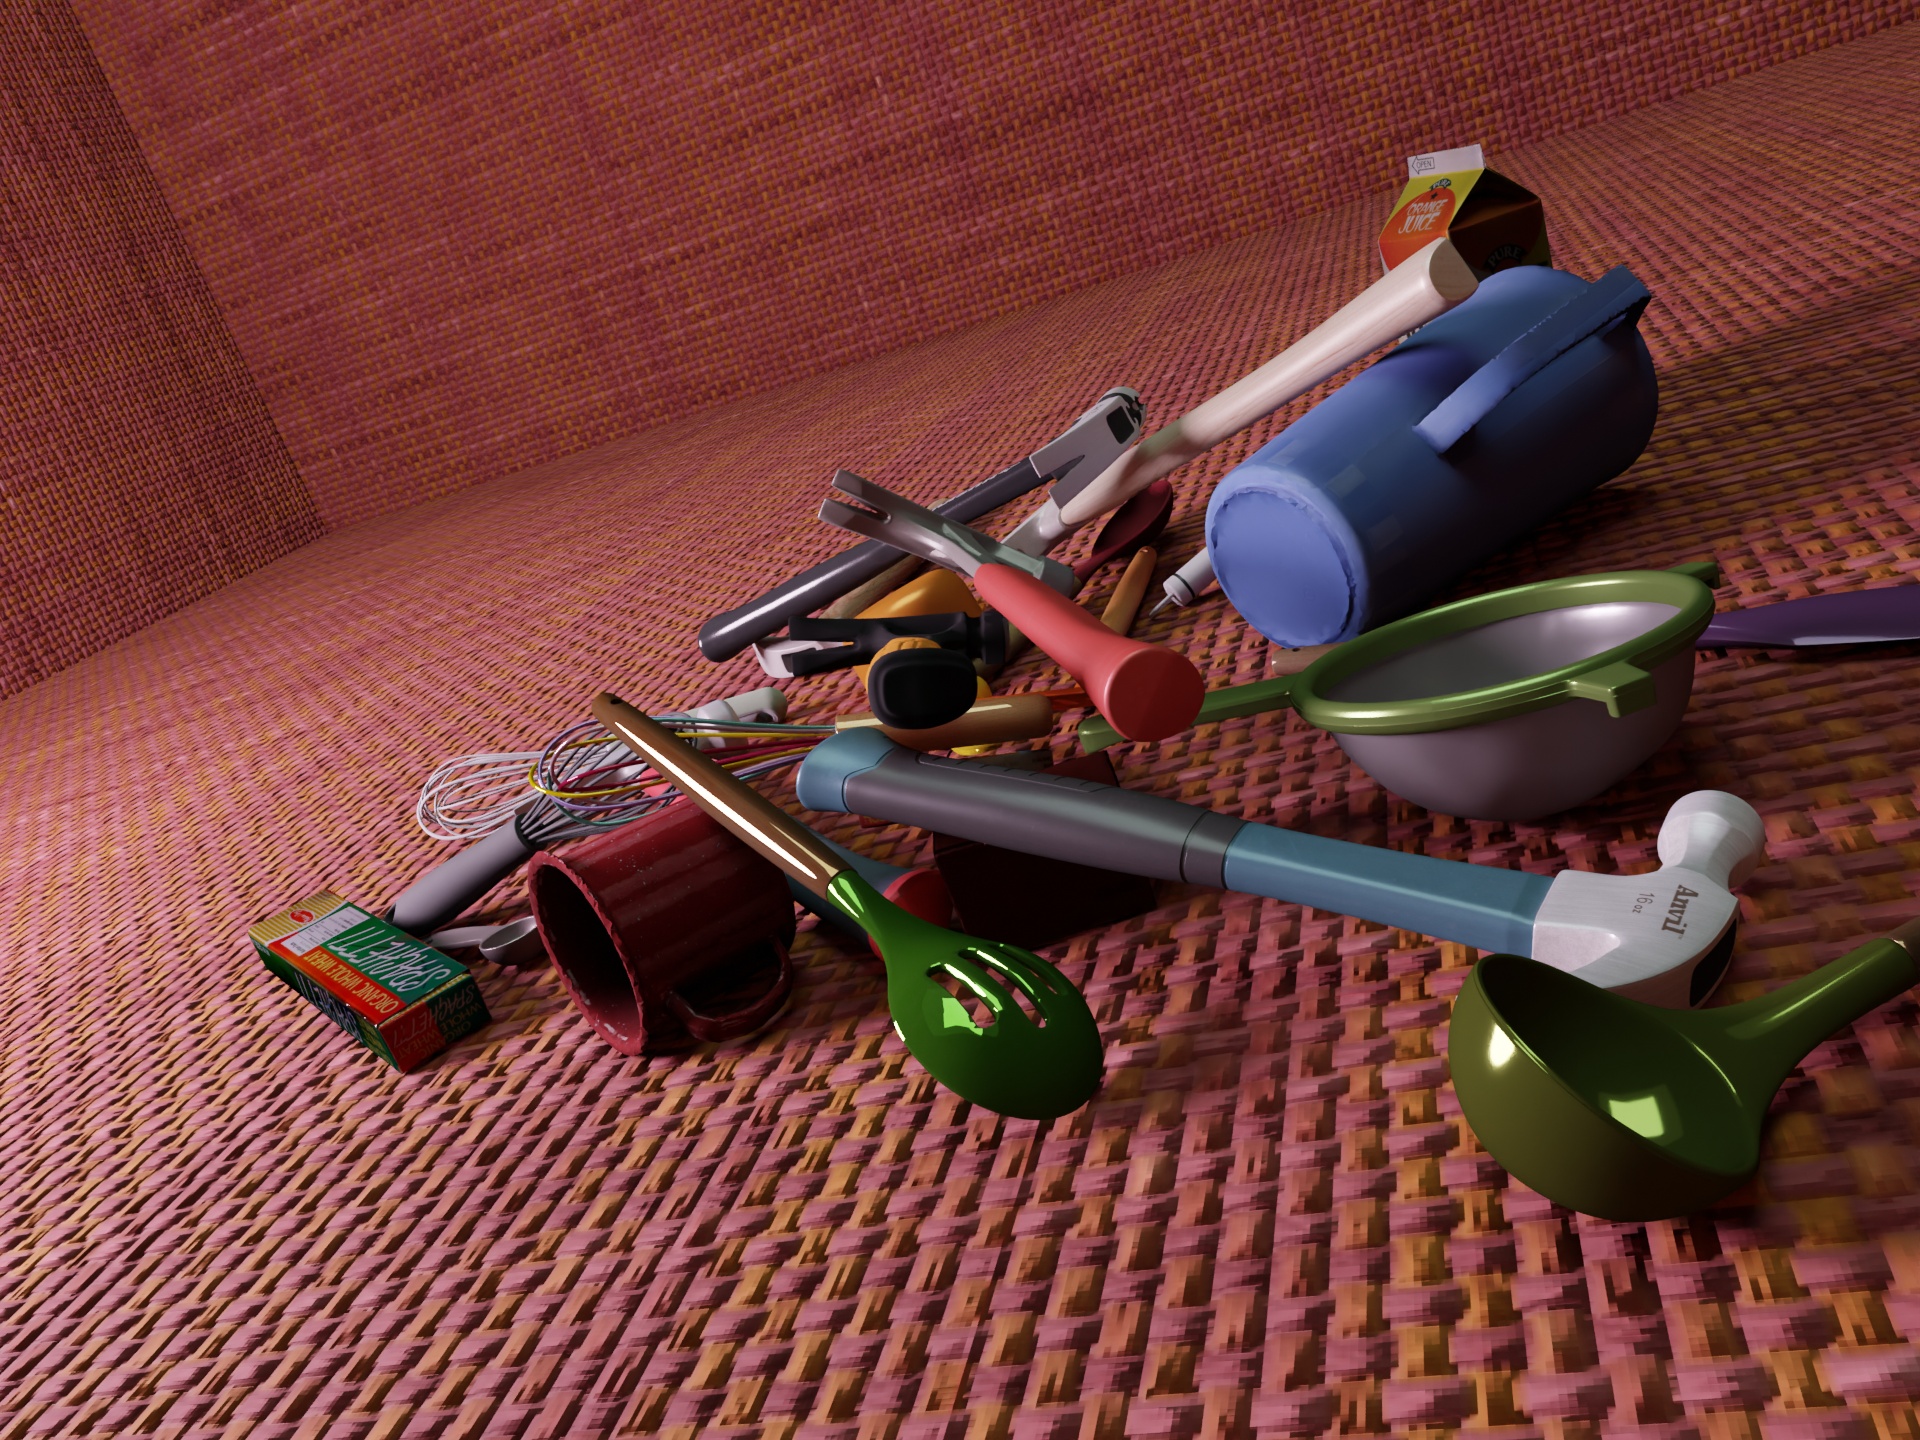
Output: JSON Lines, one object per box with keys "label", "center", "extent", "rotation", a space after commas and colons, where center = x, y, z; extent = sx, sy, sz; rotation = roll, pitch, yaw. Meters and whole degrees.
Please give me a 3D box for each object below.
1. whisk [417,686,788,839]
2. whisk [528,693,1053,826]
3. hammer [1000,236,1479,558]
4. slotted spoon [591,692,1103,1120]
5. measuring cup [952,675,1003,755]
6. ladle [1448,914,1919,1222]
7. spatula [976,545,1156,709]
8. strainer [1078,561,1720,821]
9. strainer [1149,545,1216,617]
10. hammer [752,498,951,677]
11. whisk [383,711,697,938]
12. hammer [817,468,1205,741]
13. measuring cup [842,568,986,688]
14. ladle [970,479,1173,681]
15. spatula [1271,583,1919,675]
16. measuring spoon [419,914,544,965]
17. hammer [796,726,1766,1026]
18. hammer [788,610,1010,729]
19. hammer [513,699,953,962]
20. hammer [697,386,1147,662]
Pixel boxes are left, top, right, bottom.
{"label": "whisk", "center": [-0.228, 0.024, 1.014], "extent": [0.246, 0.057, 0.059], "rotation": [-17, 53, 0]}
{"label": "whisk", "center": [-0.078, 0.014, 0.740], "extent": [0.245, 0.051, 0.047], "rotation": [-7, 0, -1]}
{"label": "hammer", "center": [0.142, -0.169, 0.938], "extent": [0.146, 0.038, 0.410], "rotation": [-44, 9, -26]}
{"label": "slotted spoon", "center": [-0.062, 0.053, 0.612], "extent": [0.070, 0.031, 0.314], "rotation": [-16, 33, -37]}
{"label": "measuring cup", "center": [-0.001, -0.003, 0.827], "extent": [0.062, 0.029, 0.156], "rotation": [-18, 7, -7]}
{"label": "ladle", "center": [0.272, 0.046, 0.423], "extent": [0.320, 0.062, 0.078], "rotation": [-21, 41, -12]}
{"label": "spatula", "center": [0.084, -0.056, 0.914], "extent": [0.081, 0.041, 0.323], "rotation": [-6, 21, 18]}
{"label": "strainer", "center": [0.162, 0.008, 0.619], "extent": [0.256, 0.069, 0.151], "rotation": [-12, 13, 36]}
{"label": "strainer", "center": [0.213, -0.145, 0.964], "extent": [0.258, 0.050, 0.087], "rotation": [-40, 0, -3]}
{"label": "hammer", "center": [-0.062, -0.109, 1.223], "extent": [0.130, 0.031, 0.331], "rotation": [-12, 20, 22]}
{"label": "whisk", "center": [-0.224, 0.062, 0.828], "extent": [0.239, 0.055, 0.055], "rotation": [-32, 12, 26]}
{"label": "hammer", "center": [0.024, -0.059, 0.746], "extent": [0.149, 0.036, 0.359], "rotation": [21, 10, -16]}
{"label": "measuring cup", "center": [-0.019, -0.069, 1.014], "extent": [0.095, 0.052, 0.174], "rotation": [-28, 10, 22]}
{"label": "ladle", "center": [0.060, -0.077, 1.018], "extent": [0.069, 0.031, 0.315], "rotation": [-28, 11, 44]}
{"label": "spatula", "center": [0.283, -0.037, 0.694], "extent": [0.316, 0.018, 0.060], "rotation": [-4, 22, 37]}
{"label": "measuring spoon", "center": [-0.251, 0.118, 0.822], "extent": [0.124, 0.018, 0.034], "rotation": [-11, 17, 44]}
{"label": "hammer", "center": [0.084, 0.043, 0.547], "extent": [0.331, 0.033, 0.128], "rotation": [10, 36, 32]}
{"label": "hammer", "center": [-0.031, -0.029, 0.764], "extent": [0.127, 0.034, 0.337], "rotation": [-3, 6, -1]}
{"label": "hammer", "center": [-0.119, 0.062, 0.798], "extent": [0.143, 0.038, 0.386], "rotation": [-28, 20, -20]}
{"label": "hammer", "center": [-0.039, -0.113, 1.023], "extent": [0.335, 0.035, 0.146], "rotation": [-25, 14, 27]}
